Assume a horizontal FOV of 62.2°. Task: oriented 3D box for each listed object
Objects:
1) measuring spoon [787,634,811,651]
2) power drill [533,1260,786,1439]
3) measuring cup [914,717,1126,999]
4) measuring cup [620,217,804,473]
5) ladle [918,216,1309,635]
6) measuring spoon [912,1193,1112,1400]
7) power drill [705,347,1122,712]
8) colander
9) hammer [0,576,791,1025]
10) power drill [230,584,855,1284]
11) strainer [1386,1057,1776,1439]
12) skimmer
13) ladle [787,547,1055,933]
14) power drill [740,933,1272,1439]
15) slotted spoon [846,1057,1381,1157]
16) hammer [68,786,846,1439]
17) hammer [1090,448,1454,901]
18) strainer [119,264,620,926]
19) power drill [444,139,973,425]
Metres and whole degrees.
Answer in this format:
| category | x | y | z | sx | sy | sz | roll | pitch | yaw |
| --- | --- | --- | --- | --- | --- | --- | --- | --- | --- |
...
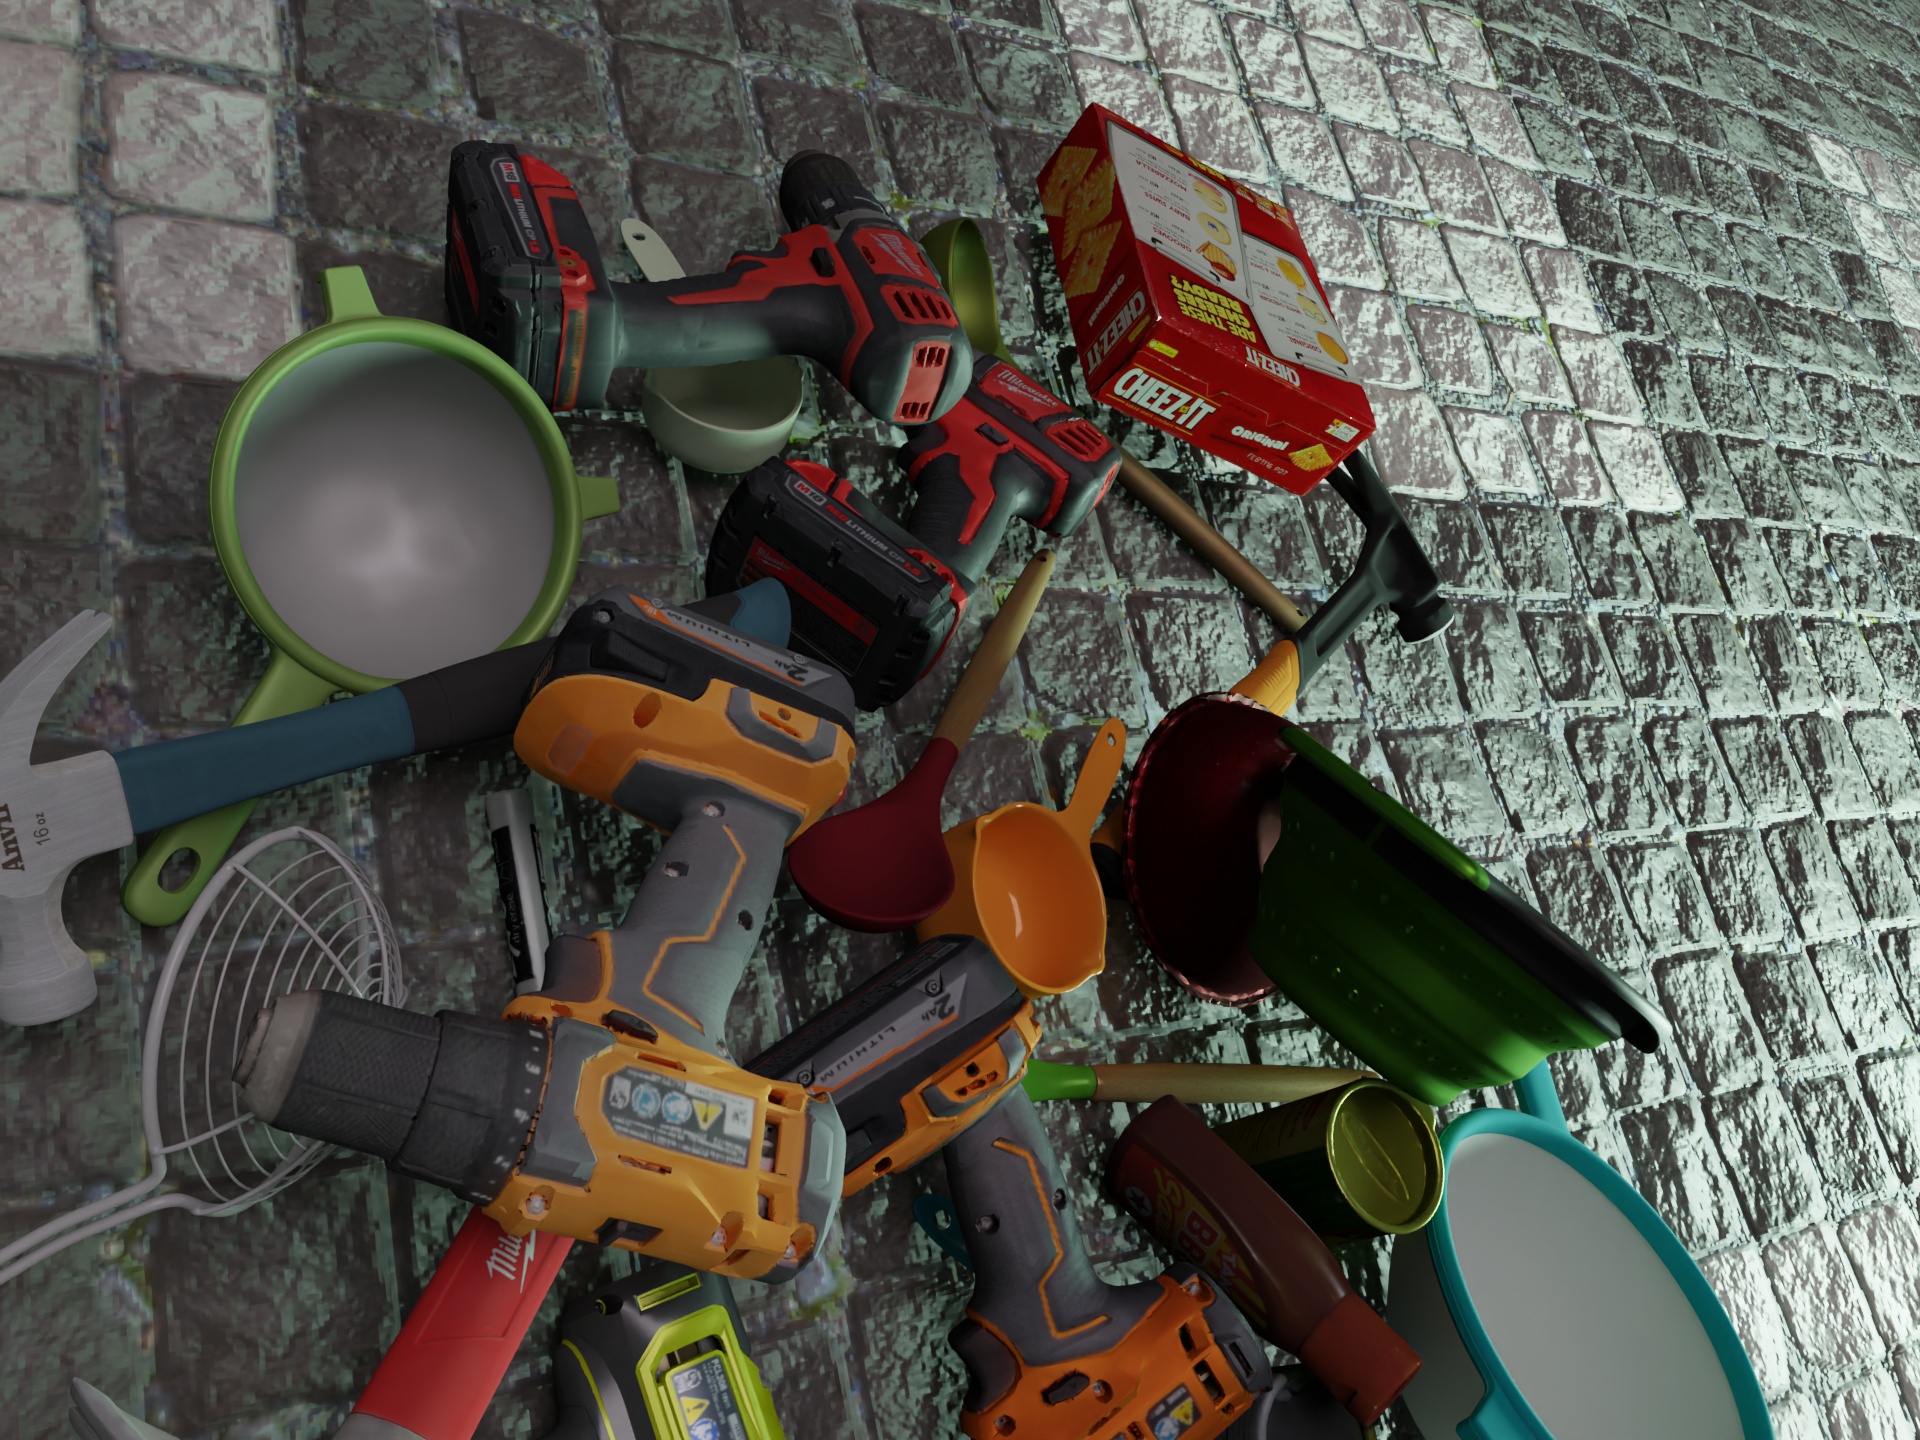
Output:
| category | x | y | z | sx | sy | sz | roll | pitch | yaw |
| --- | --- | --- | --- | --- | --- | --- | --- | --- | --- |
| measuring spoon | -0.085 | -0.025 | 0.754 | 0.034 | 0.018 | 0.124 | 38 | 44 | 6 |
| power drill | -0.147 | 0.299 | 0.507 | 0.228 | 0.080 | 0.191 | -10 | 71 | -38 |
| measuring cup | 0.034 | 0.060 | 0.755 | 0.095 | 0.052 | 0.174 | 50 | 41 | -18 |
| measuring cup | -0.138 | -0.188 | 0.795 | 0.083 | 0.038 | 0.168 | -13 | 57 | -30 |
| ladle | 0.094 | -0.158 | 0.905 | 0.320 | 0.062 | 0.078 | 40 | 37 | -12 |
| measuring spoon | 0.030 | 0.245 | 0.686 | 0.128 | 0.021 | 0.042 | 36 | 64 | 0 |
| power drill | -0.022 | -0.115 | 0.791 | 0.143 | 0.078 | 0.220 | 37 | 46 | 4 |
| colander | 0.240 | 0.128 | 0.757 | 0.396 | 0.094 | 0.205 | 31 | 9 | -49 |
| hammer | -0.202 | -0.002 | 0.612 | 0.331 | 0.033 | 0.128 | -19 | 110 | -40 |
| power drill | -0.125 | 0.063 | 0.542 | 0.185 | 0.084 | 0.226 | 21 | 47 | -23 |
| strainer | 0.273 | 0.258 | 0.792 | 0.211 | 0.095 | 0.341 | 31 | 33 | -17 |
| skimmer | -0.329 | 0.162 | 0.473 | 0.363 | 0.127 | 0.090 | -32 | 53 | -27 |
| ladle | -0.001 | -0.002 | 0.745 | 0.069 | 0.031 | 0.316 | 21 | 39 | 6 |
| power drill | 0.003 | 0.217 | 0.623 | 0.164 | 0.084 | 0.226 | -33 | 94 | -18 |
| slotted spoon | 0.081 | 0.168 | 0.747 | 0.313 | 0.031 | 0.070 | 8 | 64 | -30 |
| hammer | -0.139 | 0.116 | 0.582 | 0.143 | 0.038 | 0.387 | 28 | 41 | -4 |
| hammer | 0.165 | -0.022 | 0.876 | 0.337 | 0.034 | 0.127 | -43 | 106 | -35 |
| strainer | -0.257 | -0.038 | 0.629 | 0.151 | 0.069 | 0.256 | 40 | 67 | -36 |
| power drill | -0.121 | -0.214 | 0.747 | 0.226 | 0.080 | 0.188 | -5 | 49 | -25 |
